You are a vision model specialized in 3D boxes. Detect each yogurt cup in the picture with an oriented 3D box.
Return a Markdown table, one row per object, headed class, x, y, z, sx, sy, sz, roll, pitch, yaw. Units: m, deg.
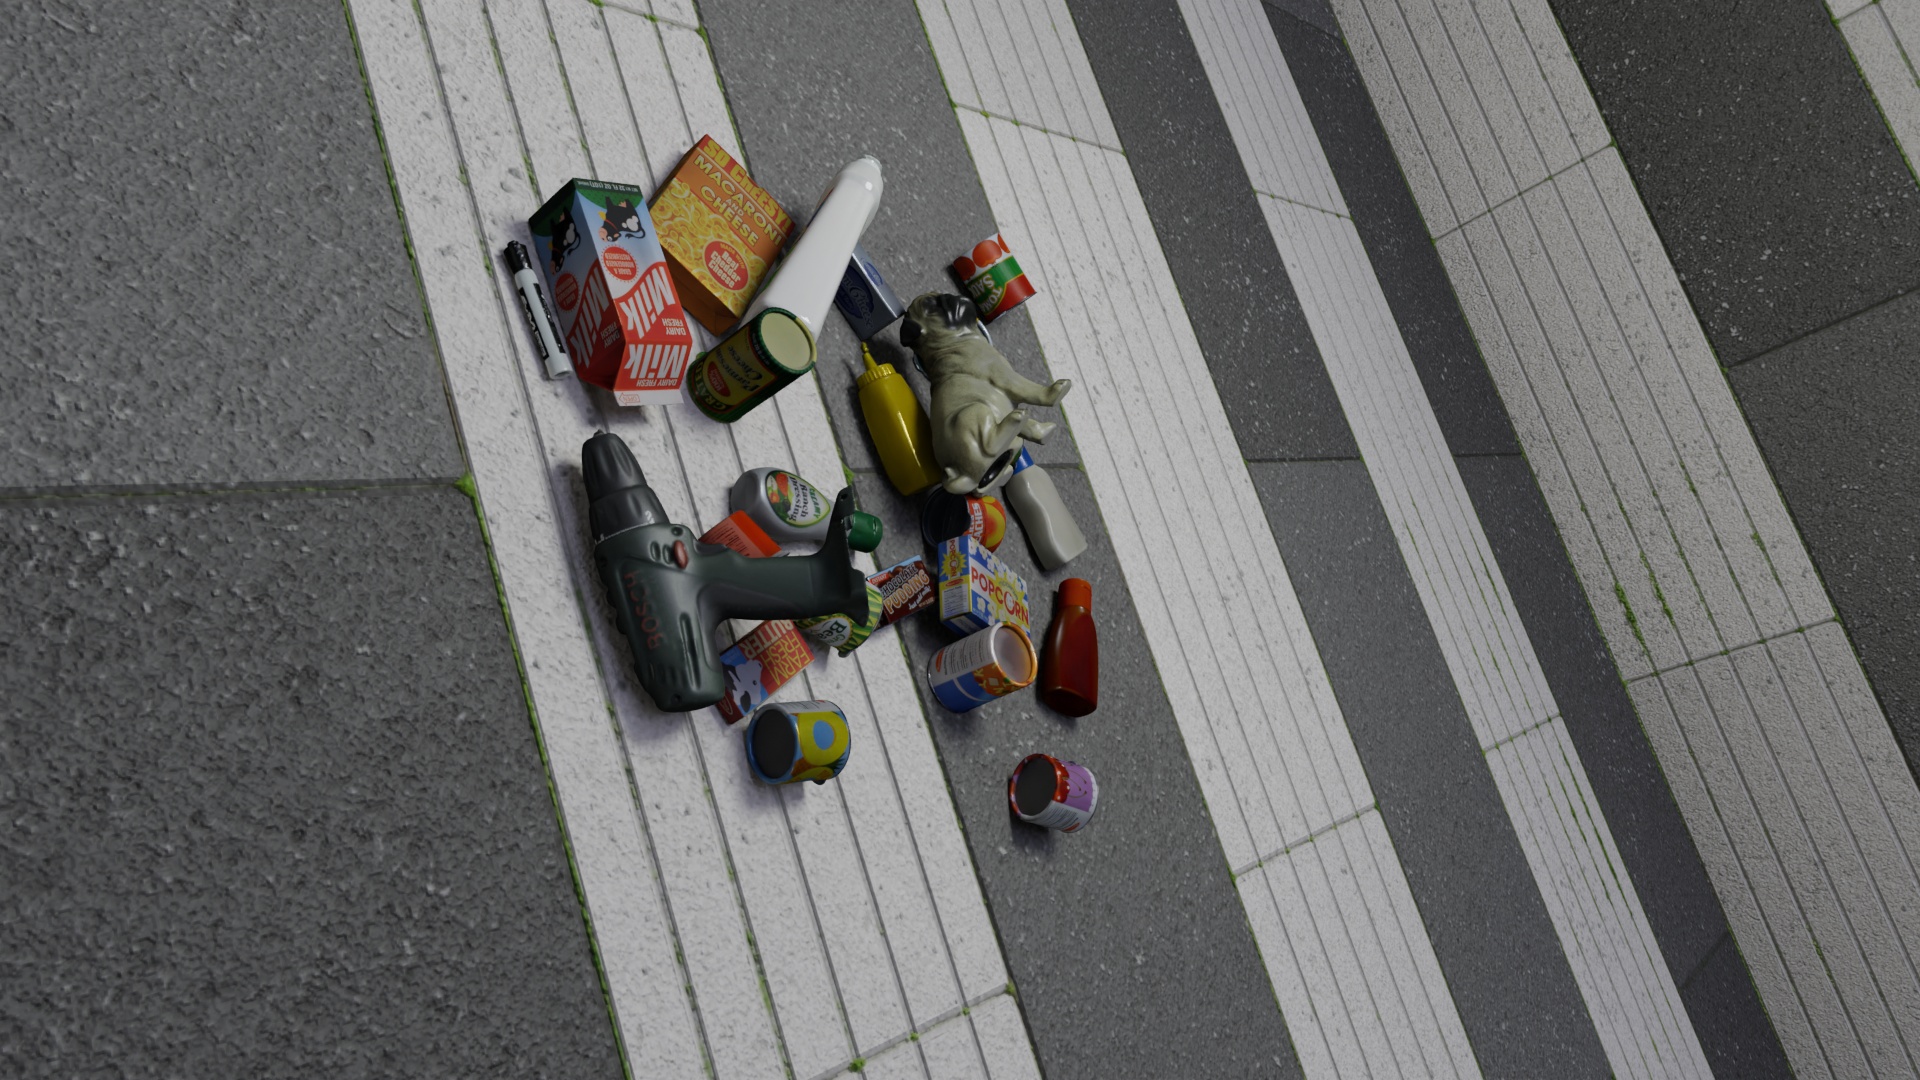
| class | x | y | z | sx | sy | sz | roll | pitch | yaw |
| --- | --- | --- | --- | --- | --- | --- | --- | --- | --- |
| yogurt cup | -0.188 | 0.012 | 1.158 | 0.054 | 0.072 | 0.073 | 52 | 38 | 0 |

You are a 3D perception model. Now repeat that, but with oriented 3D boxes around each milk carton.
| class | x | y | z | sx | sy | sz | roll | pitch | yaw |
| --- | --- | --- | --- | --- | --- | --- | --- | --- | --- |
| milk carton | -0.287 | -0.200 | 1.163 | 0.072 | 0.073 | 0.190 | -9 | 76 | -51 |

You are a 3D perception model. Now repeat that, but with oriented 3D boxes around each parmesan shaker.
| class | x | y | z | sx | sy | sz | roll | pitch | yaw |
| --- | --- | --- | --- | --- | --- | --- | --- | --- | --- |
| parmesan shaker | -0.186 | -0.157 | 1.229 | 0.071 | 0.102 | 0.071 | 27 | 50 | -37 |

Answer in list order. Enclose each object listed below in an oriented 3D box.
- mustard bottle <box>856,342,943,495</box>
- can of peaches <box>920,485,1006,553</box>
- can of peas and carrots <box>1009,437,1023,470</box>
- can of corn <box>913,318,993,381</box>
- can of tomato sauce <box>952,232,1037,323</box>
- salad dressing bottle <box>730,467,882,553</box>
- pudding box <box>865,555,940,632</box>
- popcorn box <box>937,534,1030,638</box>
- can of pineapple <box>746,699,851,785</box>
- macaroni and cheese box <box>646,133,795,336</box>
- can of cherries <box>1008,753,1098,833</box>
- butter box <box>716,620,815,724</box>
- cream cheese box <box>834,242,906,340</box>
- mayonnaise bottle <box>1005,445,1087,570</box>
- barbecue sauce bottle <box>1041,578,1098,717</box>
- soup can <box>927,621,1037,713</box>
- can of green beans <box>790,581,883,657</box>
| class | x | y | z | sx | sy | sz | roll | pitch | yaw |
| --- | --- | --- | --- | --- | --- | --- | --- | --- | --- |
| mustard bottle | -0.066 | -0.125 | 1.391 | 0.065 | 0.048 | 0.160 | -17 | 81 | -58 |
| can of peaches | 0.005 | -0.017 | 1.391 | 0.058 | 0.071 | 0.071 | 14 | 58 | -45 |
| can of peas and carrots | 0.024 | -0.103 | 1.468 | 0.059 | 0.070 | 0.071 | -8 | 74 | -50 |
| can of corn | -0.008 | -0.206 | 1.500 | 0.071 | 0.058 | 0.071 | 28 | 49 | -37 |
| can of tomato sauce | 0.038 | -0.303 | 1.606 | 0.083 | 0.071 | 0.071 | 57 | 38 | -5 |
| salad dressing bottle | -0.136 | -0.023 | 1.253 | 0.147 | 0.044 | 0.064 | 19 | 54 | -42 |
| pudding box | -0.062 | 0.049 | 1.306 | 0.084 | 0.030 | 0.049 | -23 | 86 | -53 |
| popcorn box | 0.024 | 0.059 | 1.366 | 0.126 | 0.038 | 0.085 | 40 | 40 | -51 |
| can of pineapple | -0.131 | 0.165 | 1.126 | 0.058 | 0.070 | 0.071 | 4 | 65 | -48 |
| macaroni and cheese box | -0.233 | -0.289 | 1.306 | 0.123 | 0.040 | 0.167 | 43 | 41 | -24 |
| can of cherries | 0.088 | 0.240 | 1.334 | 0.058 | 0.071 | 0.072 | 24 | 52 | -38 |
| butter box | -0.169 | 0.104 | 1.154 | 0.053 | 0.024 | 0.104 | 58 | 38 | -6 |
| cream cheese box | -0.107 | -0.261 | 1.424 | 0.103 | 0.053 | 0.024 | 56 | 36 | -9 |
| mayonnaise bottle | 0.083 | -0.043 | 1.520 | 0.065 | 0.041 | 0.148 | -29 | 90 | -54 |
| barbecue sauce bottle | 0.118 | 0.109 | 1.466 | 0.065 | 0.043 | 0.149 | 35 | 45 | -31 |
| soup can | 0.023 | 0.121 | 1.316 | 0.071 | 0.083 | 0.071 | 28 | 49 | -37 |
| can of green beans | -0.110 | 0.057 | 1.216 | 0.058 | 0.071 | 0.071 | 33 | 46 | -32 |
